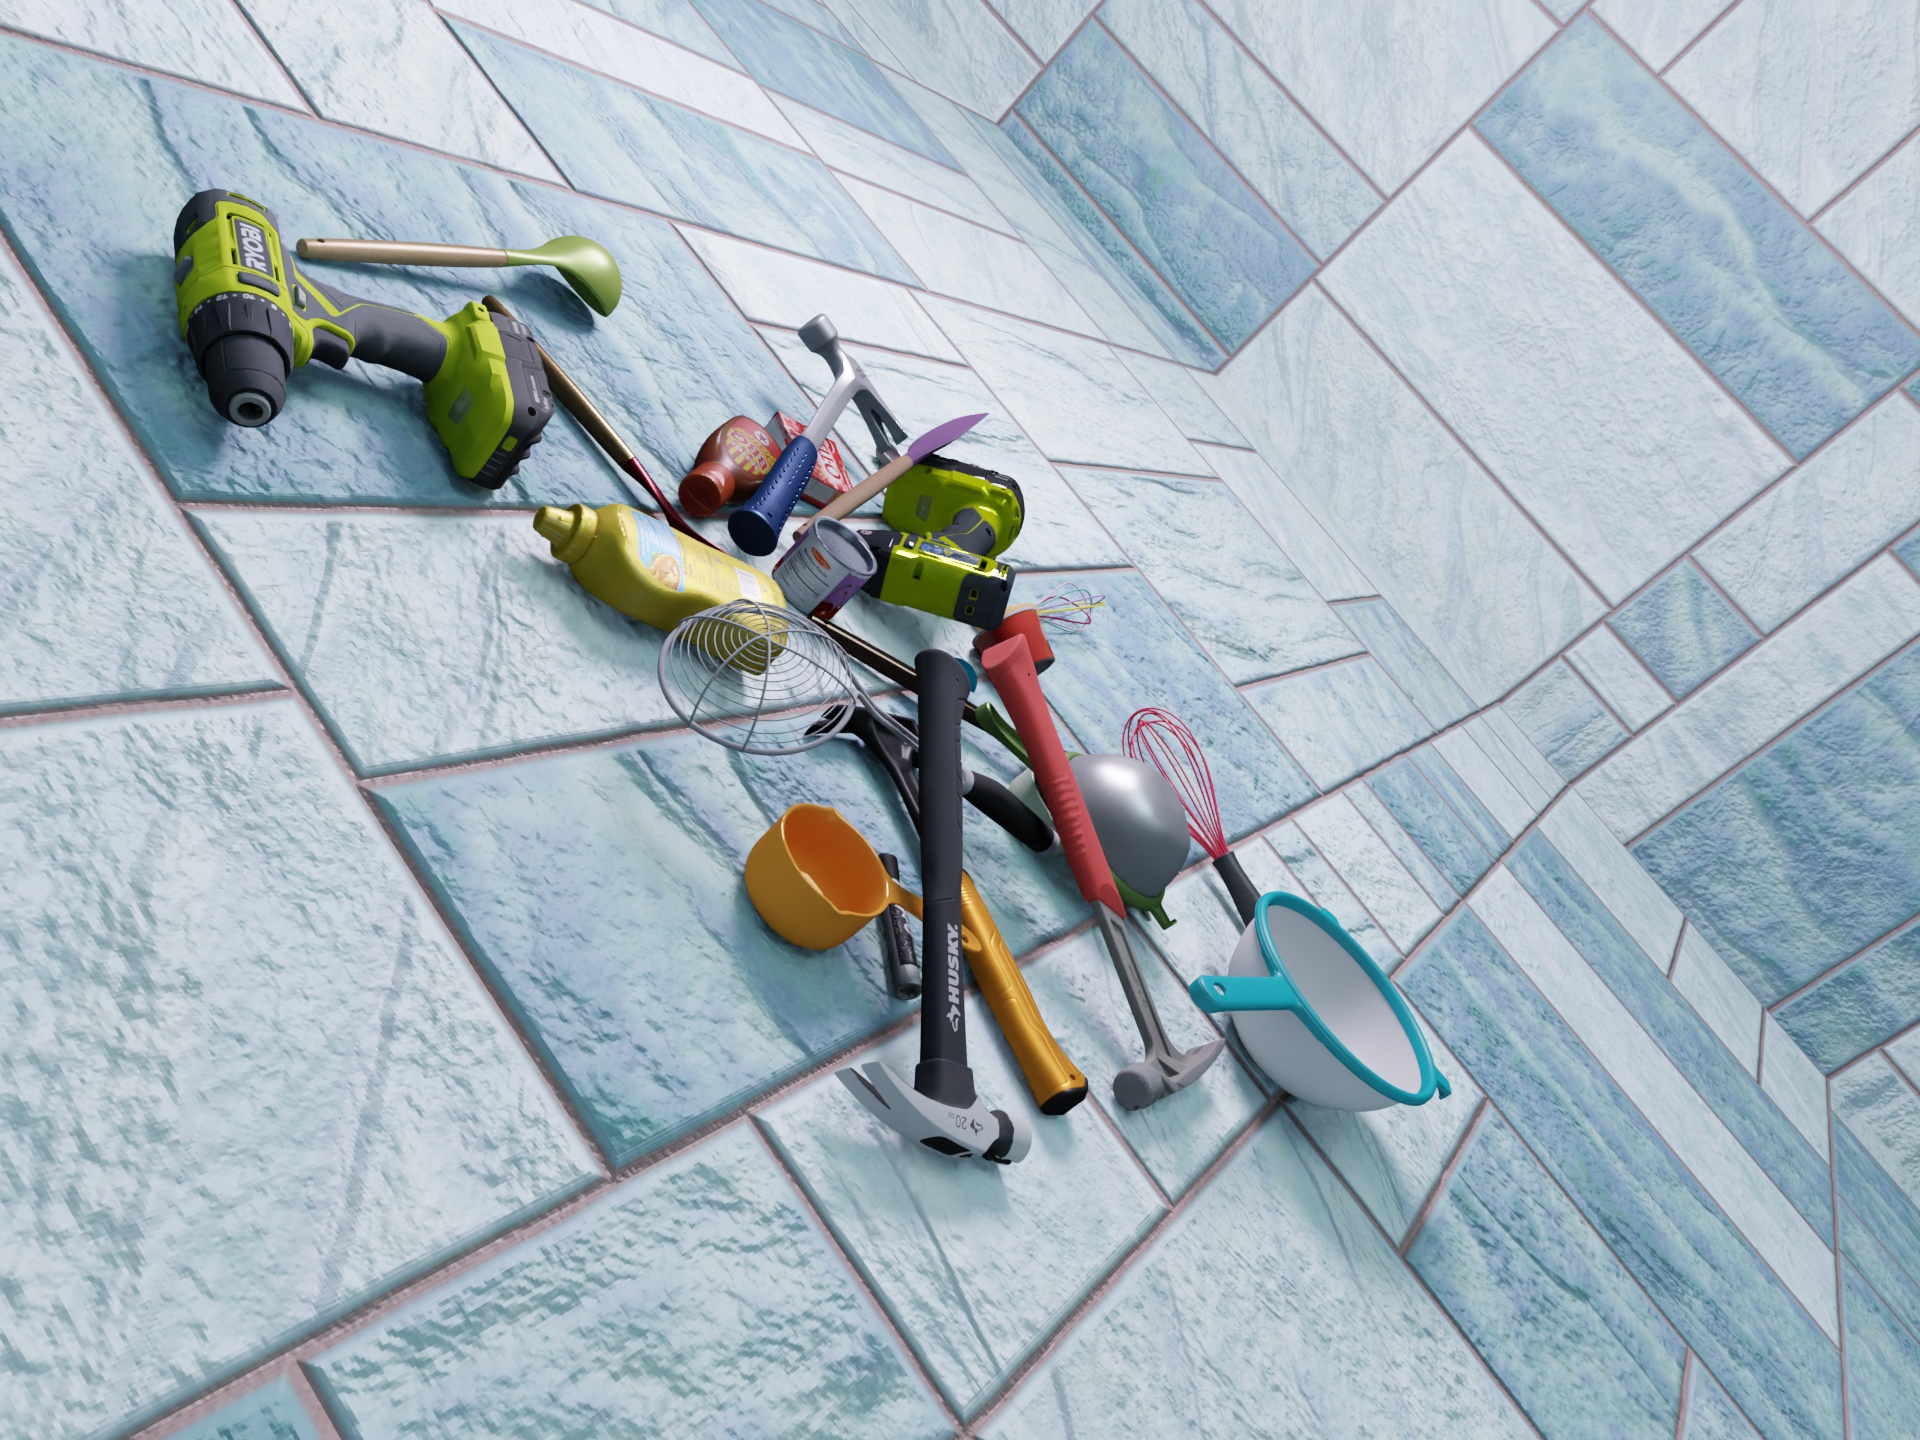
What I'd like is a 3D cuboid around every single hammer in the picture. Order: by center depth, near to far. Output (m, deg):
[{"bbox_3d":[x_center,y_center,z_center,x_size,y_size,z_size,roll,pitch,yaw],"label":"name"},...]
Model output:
[{"bbox_3d":[-0.015,0.103,1.012,0.146,0.035,0.335,29,49,-43],"label":"hammer"},{"bbox_3d":[-0.002,0.128,1.134,0.127,0.034,0.337,15,39,-50],"label":"hammer"},{"bbox_3d":[0.101,0.106,1.205,0.149,0.036,0.359,-10,78,-60],"label":"hammer"},{"bbox_3d":[-0.128,-0.238,1.392,0.144,0.035,0.406,52,24,-20],"label":"hammer"}]

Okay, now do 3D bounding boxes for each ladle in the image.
[{"bbox_3d":[-0.273,-0.219,1.237,0.315,0.031,0.069,48,1,9],"label":"ladle"},{"bbox_3d":[-0.389,-0.357,1.261,0.078,0.062,0.320,43,30,16],"label":"ladle"}]

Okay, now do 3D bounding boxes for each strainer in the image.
[{"bbox_3d":[0.255,0.244,1.289,0.340,0.095,0.211,13,39,-50],"label":"strainer"},{"bbox_3d":[0.113,0.049,1.293,0.256,0.069,0.152,41,27,-34],"label":"strainer"}]

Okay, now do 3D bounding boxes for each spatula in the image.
[{"bbox_3d":[-0.065,-0.228,1.460,0.316,0.060,0.018,-46,125,-49],"label":"spatula"}]

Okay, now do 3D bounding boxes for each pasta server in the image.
[{"bbox_3d":[-0.002,-0.004,1.347,0.316,0.040,0.060,30,29,-23],"label":"pasta server"}]

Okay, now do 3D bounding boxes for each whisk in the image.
[{"bbox_3d":[0.239,0.114,1.512,0.073,0.073,0.296,4,53,-56],"label":"whisk"},{"bbox_3d":[0.078,-0.109,1.621,0.047,0.051,0.245,33,23,24],"label":"whisk"}]

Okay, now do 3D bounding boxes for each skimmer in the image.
[{"bbox_3d":[-0.056,0.029,1.117,0.362,0.090,0.127,39,29,-45],"label":"skimmer"}]

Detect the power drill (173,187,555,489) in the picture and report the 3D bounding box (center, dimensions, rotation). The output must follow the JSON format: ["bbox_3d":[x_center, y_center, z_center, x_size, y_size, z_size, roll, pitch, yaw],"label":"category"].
[{"bbox_3d":[-0.385,-0.232,1.025,0.228,0.080,0.191,16,38,-43],"label":"power drill"}]

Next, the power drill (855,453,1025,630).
[{"bbox_3d":[-0.027,-0.168,1.458,0.171,0.080,0.223,17,29,1],"label":"power drill"}]

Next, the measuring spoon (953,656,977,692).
[{"bbox_3d":[-0.009,-0.044,1.348,0.042,0.021,0.128,31,5,9],"label":"measuring spoon"}]

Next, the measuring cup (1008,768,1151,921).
[{"bbox_3d":[0.097,0.110,1.323,0.167,0.038,0.083,52,23,-10],"label":"measuring cup"}]

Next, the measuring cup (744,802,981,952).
[{"bbox_3d":[-0.064,0.122,1.027,0.173,0.052,0.095,34,27,-30],"label":"measuring cup"}]

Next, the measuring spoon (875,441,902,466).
[{"bbox_3d":[-0.062,-0.234,1.615,0.034,0.018,0.124,15,46,-48],"label":"measuring spoon"}]
